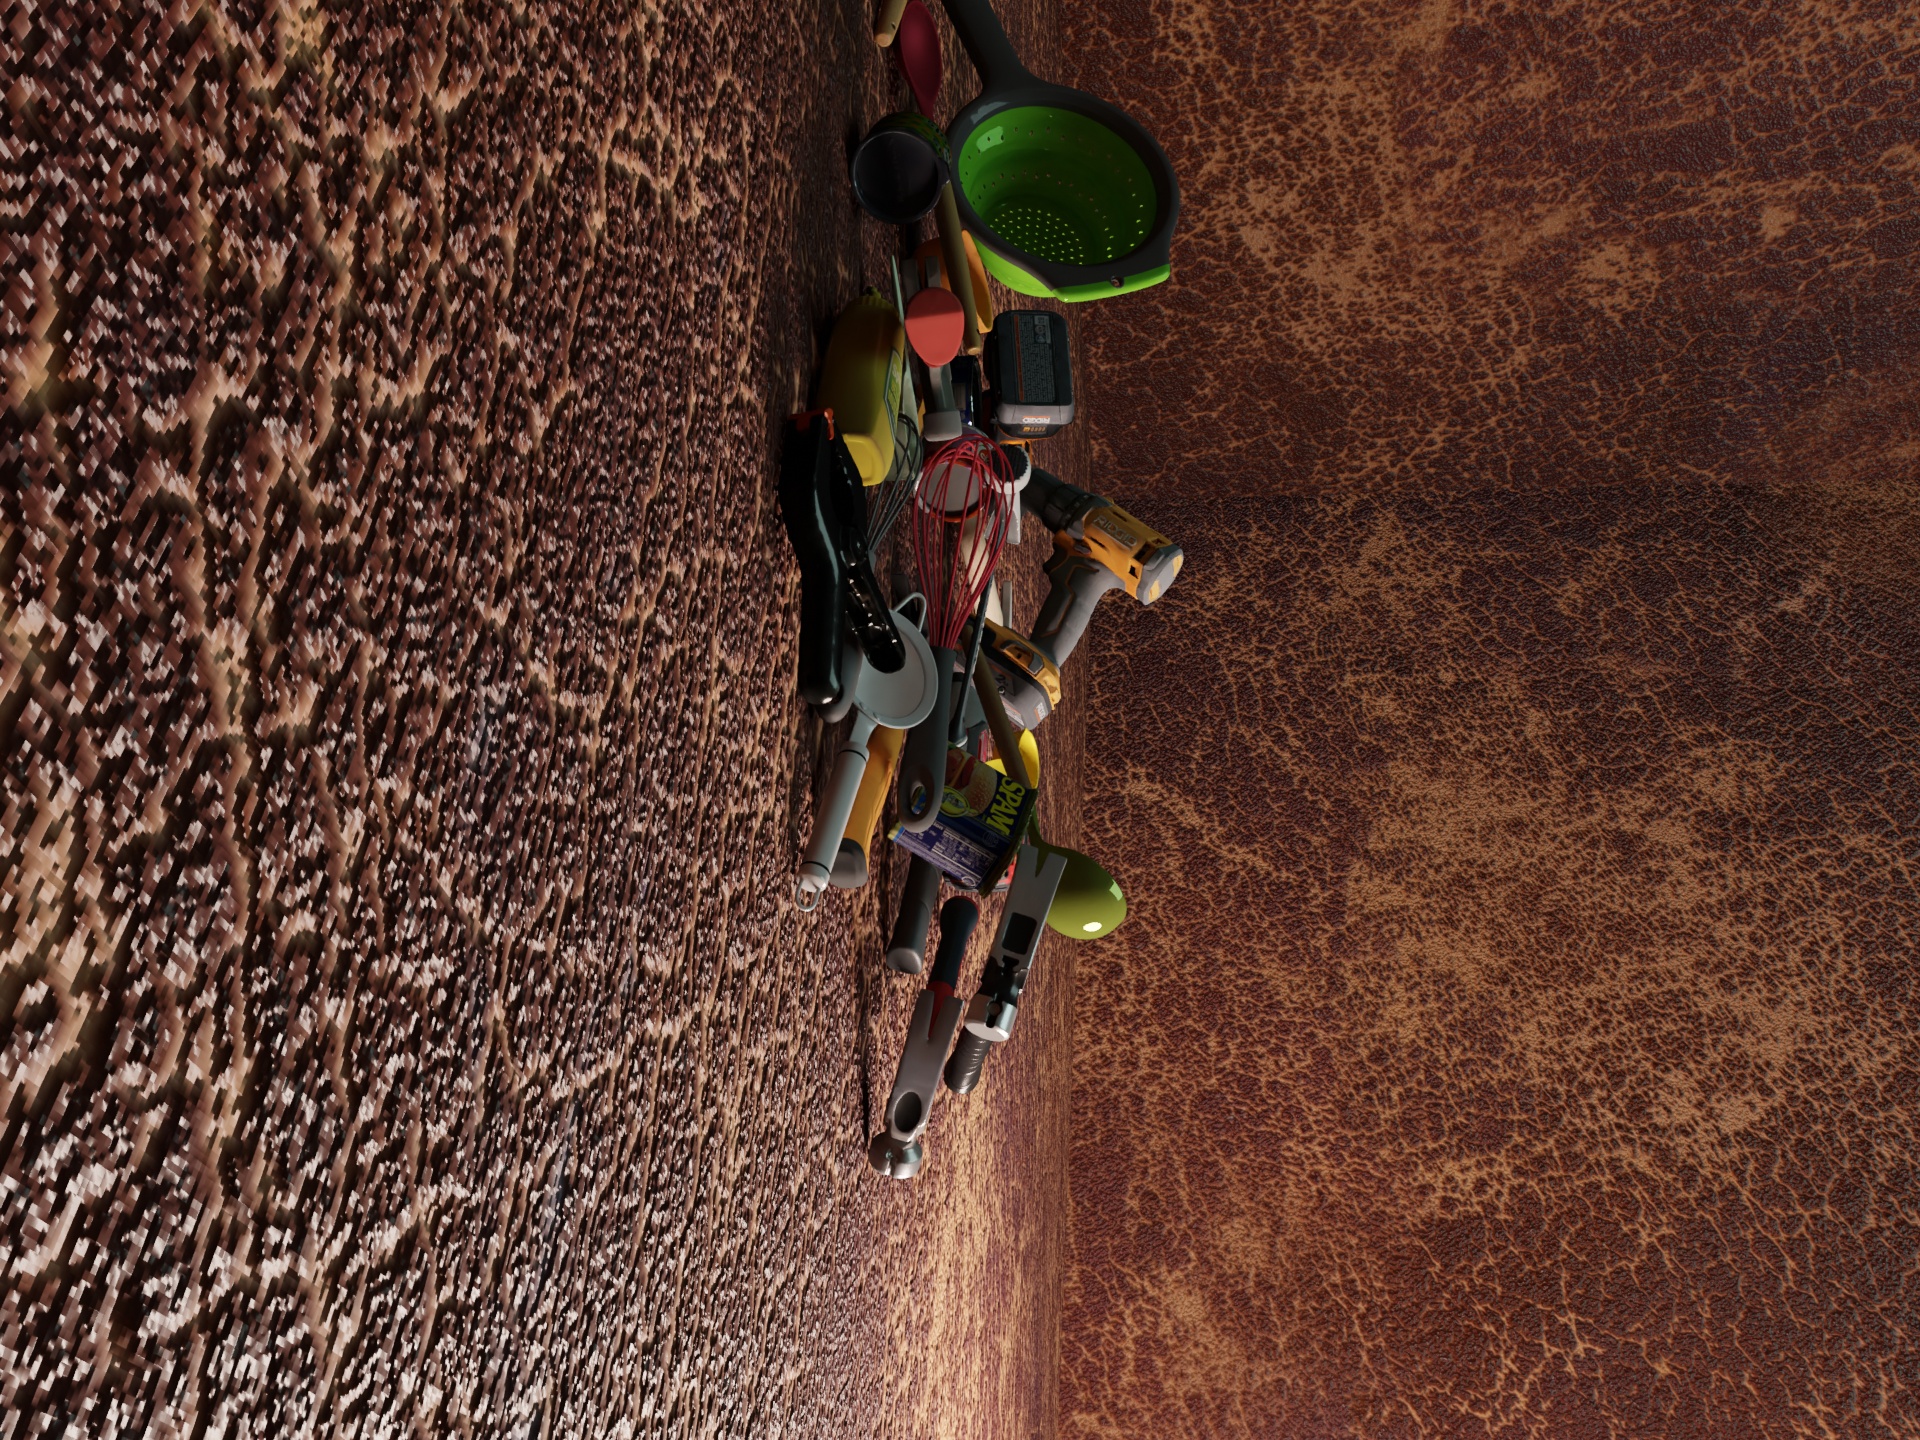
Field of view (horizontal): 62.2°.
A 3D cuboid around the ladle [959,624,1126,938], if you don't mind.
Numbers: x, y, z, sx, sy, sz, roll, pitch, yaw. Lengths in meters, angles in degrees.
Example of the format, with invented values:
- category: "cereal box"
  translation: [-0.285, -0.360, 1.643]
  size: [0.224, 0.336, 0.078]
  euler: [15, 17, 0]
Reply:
- category: "ladle"
  translation: [0.056, 0.038, 1.273]
  size: [0.078, 0.062, 0.321]
  euler: [94, -17, -49]

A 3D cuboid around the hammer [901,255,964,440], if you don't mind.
- category: "hammer"
  translation: [-0.021, -0.283, 1.146]
  size: [0.359, 0.036, 0.149]
  euler: [-97, 179, -82]

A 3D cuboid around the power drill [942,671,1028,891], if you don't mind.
- category: "power drill"
  translation: [0.008, 0.060, 1.435]
  size: [0.219, 0.078, 0.143]
  euler: [68, 23, -61]

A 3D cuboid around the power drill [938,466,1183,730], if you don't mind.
- category: "power drill"
  translation: [0.075, -0.126, 1.519]
  size: [0.226, 0.185, 0.084]
  euler: [-49, 160, -9]

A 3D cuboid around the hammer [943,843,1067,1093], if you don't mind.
- category: "hammer"
  translation: [0.022, 0.215, 1.210]
  size: [0.334, 0.035, 0.146]
  euler: [103, 6, -61]

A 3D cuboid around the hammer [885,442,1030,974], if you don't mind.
- category: "hammer"
  translation: [-0.002, -0.004, 1.253]
  size: [0.149, 0.036, 0.409]
  euler: [85, 17, -79]

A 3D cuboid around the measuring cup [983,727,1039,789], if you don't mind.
- category: "measuring cup"
  translation: [0.028, 0.041, 1.333]
  size: [0.156, 0.029, 0.062]
  euler: [-11, 97, -67]

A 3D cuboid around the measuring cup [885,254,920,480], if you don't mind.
- category: "measuring cup"
  translation: [-0.056, -0.252, 1.140]
  size: [0.083, 0.038, 0.168]
  euler: [51, 33, -79]

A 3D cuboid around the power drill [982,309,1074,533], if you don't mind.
- category: "power drill"
  translation: [0.057, -0.296, 1.619]
  size: [0.226, 0.084, 0.164]
  euler: [114, -25, -71]

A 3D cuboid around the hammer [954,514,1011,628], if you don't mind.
- category: "hammer"
  translation: [0.015, -0.178, 1.619]
  size: [0.410, 0.038, 0.146]
  euler: [73, 17, -62]

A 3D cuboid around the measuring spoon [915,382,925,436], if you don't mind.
- category: "measuring spoon"
  translation: [-0.041, -0.246, 1.337]
  size: [0.021, 0.011, 0.117]
  euler: [81, 15, -47]

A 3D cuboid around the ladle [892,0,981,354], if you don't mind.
- category: "ladle"
  translation: [-0.016, -0.427, 1.248]
  size: [0.069, 0.031, 0.316]
  euler: [21, 55, -59]

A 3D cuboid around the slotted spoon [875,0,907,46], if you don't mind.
- category: "slotted spoon"
  translation: [-0.037, -0.635, 1.294]
  size: [0.070, 0.031, 0.314]
  euler: [45, 40, -37]

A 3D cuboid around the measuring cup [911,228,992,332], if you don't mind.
- category: "measuring cup"
  translation: [-0.024, -0.396, 1.334]
  size: [0.173, 0.052, 0.095]
  euler: [59, 24, -47]

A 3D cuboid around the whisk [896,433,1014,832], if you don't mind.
- category: "whisk"
  translation: [-0.011, -0.066, 1.111]
  size: [0.073, 0.073, 0.296]
  euler: [63, 34, -72]

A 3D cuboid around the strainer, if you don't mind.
- category: "strainer"
  translation: [-0.068, 0.017, 1.012]
  size: [0.086, 0.050, 0.259]
  euler: [38, 44, -23]

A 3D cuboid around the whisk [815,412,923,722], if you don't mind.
- category: "whisk"
  translation: [-0.063, -0.105, 1.033]
  size: [0.055, 0.055, 0.239]
  euler: [74, 22, -62]

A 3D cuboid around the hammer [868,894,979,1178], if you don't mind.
- category: "hammer"
  translation: [-0.014, 0.211, 1.294]
  size: [0.386, 0.038, 0.143]
  euler: [-69, 175, -74]

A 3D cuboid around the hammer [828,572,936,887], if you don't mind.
- category: "hammer"
  translation: [-0.054, 0.010, 1.135]
  size: [0.337, 0.034, 0.127]
  euler: [-74, 163, -63]

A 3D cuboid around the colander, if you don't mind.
- category: "colander"
  translation: [0.043, -0.499, 1.366]
  size: [0.094, 0.204, 0.397]
  euler: [117, -47, -63]
